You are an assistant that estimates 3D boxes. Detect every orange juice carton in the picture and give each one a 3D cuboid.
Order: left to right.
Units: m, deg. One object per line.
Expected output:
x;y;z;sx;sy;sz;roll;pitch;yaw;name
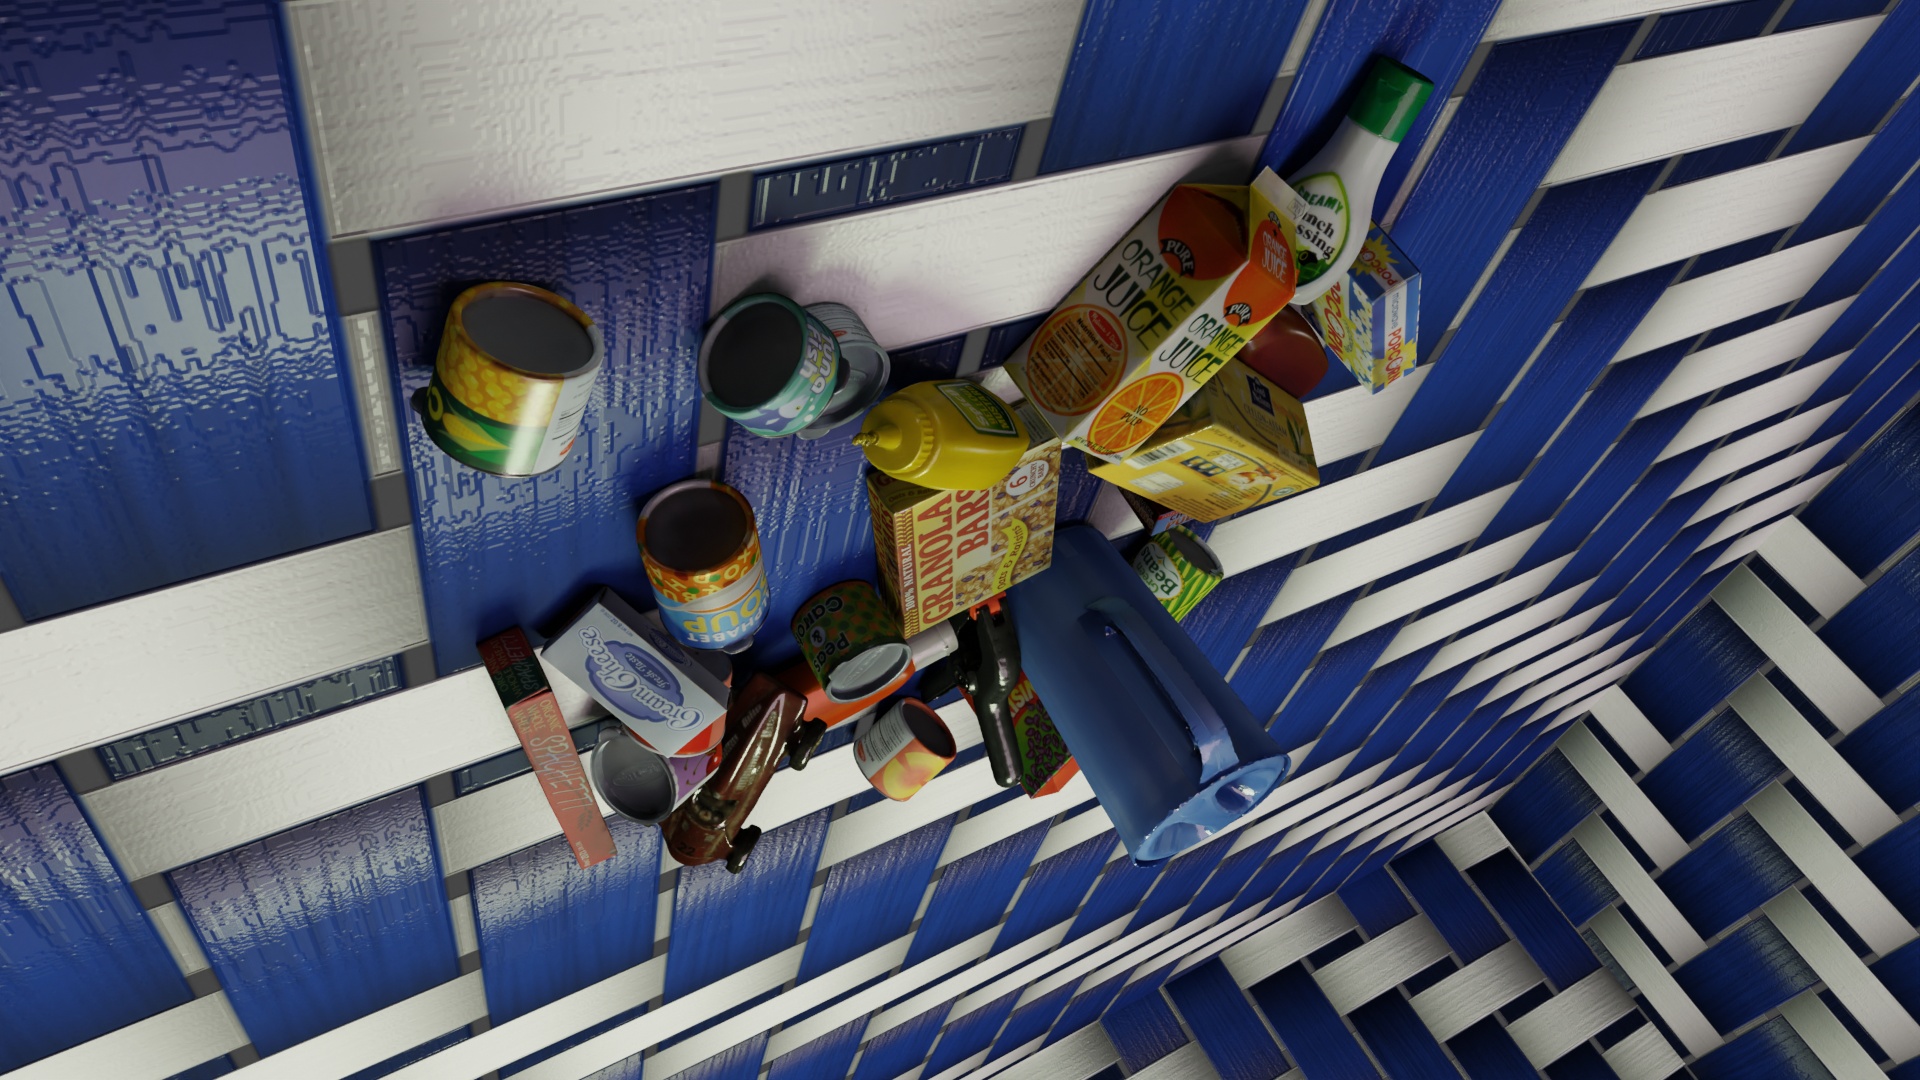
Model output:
0.125;-0.139;0.827;0.192;0.073;0.072;-45;150;19;orange juice carton

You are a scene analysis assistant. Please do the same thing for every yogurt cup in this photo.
-0.179;0.097;0.888;0.072;0.072;0.053;-7;130;-40;yogurt cup

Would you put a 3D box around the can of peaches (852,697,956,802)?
-0.044;0.173;1.147;0.058;0.071;0.071;-45;150;18;can of peaches

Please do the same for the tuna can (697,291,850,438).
-0.092;-0.087;0.684;0.071;0.071;0.033;-39;151;10;tuna can

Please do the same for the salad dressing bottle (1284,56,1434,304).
0.228;-0.215;0.836;0.044;0.064;0.147;-26;148;-56;salad dressing bottle

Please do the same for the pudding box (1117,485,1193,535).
0.167;-0.042;1.050;0.084;0.050;0.030;-20;153;-23;pudding box

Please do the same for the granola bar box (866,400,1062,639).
0.003;-0.012;0.936;0.124;0.039;0.164;-26;152;-15;granola bar box

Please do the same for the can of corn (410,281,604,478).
-0.197;-0.071;0.604;0.071;0.071;0.058;-7;141;-41;can of corn

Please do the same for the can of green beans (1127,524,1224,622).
0.175;0.027;1.149;0.071;0.071;0.057;6;132;-50;can of green beans

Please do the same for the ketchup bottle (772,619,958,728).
-0.074;0.098;1.022;0.149;0.044;0.064;-26;146;-14;ketchup bottle

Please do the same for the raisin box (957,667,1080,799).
0.059;0.135;1.136;0.040;0.124;0.085;-1;138;-48;raisin box

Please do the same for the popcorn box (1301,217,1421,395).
0.264;-0.163;0.923;0.038;0.085;0.126;-33;153;1;popcorn box

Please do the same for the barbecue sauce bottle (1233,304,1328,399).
0.204;-0.138;0.945;0.065;0.044;0.148;-34;152;15;barbecue sauce bottle

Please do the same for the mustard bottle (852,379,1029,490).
-0.015;-0.059;0.784;0.048;0.065;0.160;-49;165;21;mustard bottle

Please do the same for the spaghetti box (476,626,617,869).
-0.259;0.139;0.885;0.029;0.050;0.248;-25;151;-19;spaghetti box

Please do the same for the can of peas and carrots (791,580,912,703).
-0.077;0.070;0.958;0.071;0.059;0.070;-25;150;-15;can of peas and carrots

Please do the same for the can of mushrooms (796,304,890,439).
-0.075;-0.089;0.737;0.071;0.033;0.070;-26;151;-16;can of mushrooms

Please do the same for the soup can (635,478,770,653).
-0.144;0.016;0.790;0.071;0.071;0.083;-25;151;-16;soup can

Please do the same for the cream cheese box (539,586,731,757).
-0.193;0.080;0.829;0.053;0.024;0.103;-40;112;15;cream cheese box

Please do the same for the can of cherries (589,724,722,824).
-0.201;0.142;0.918;0.071;0.071;0.059;-52;174;31;can of cherries
